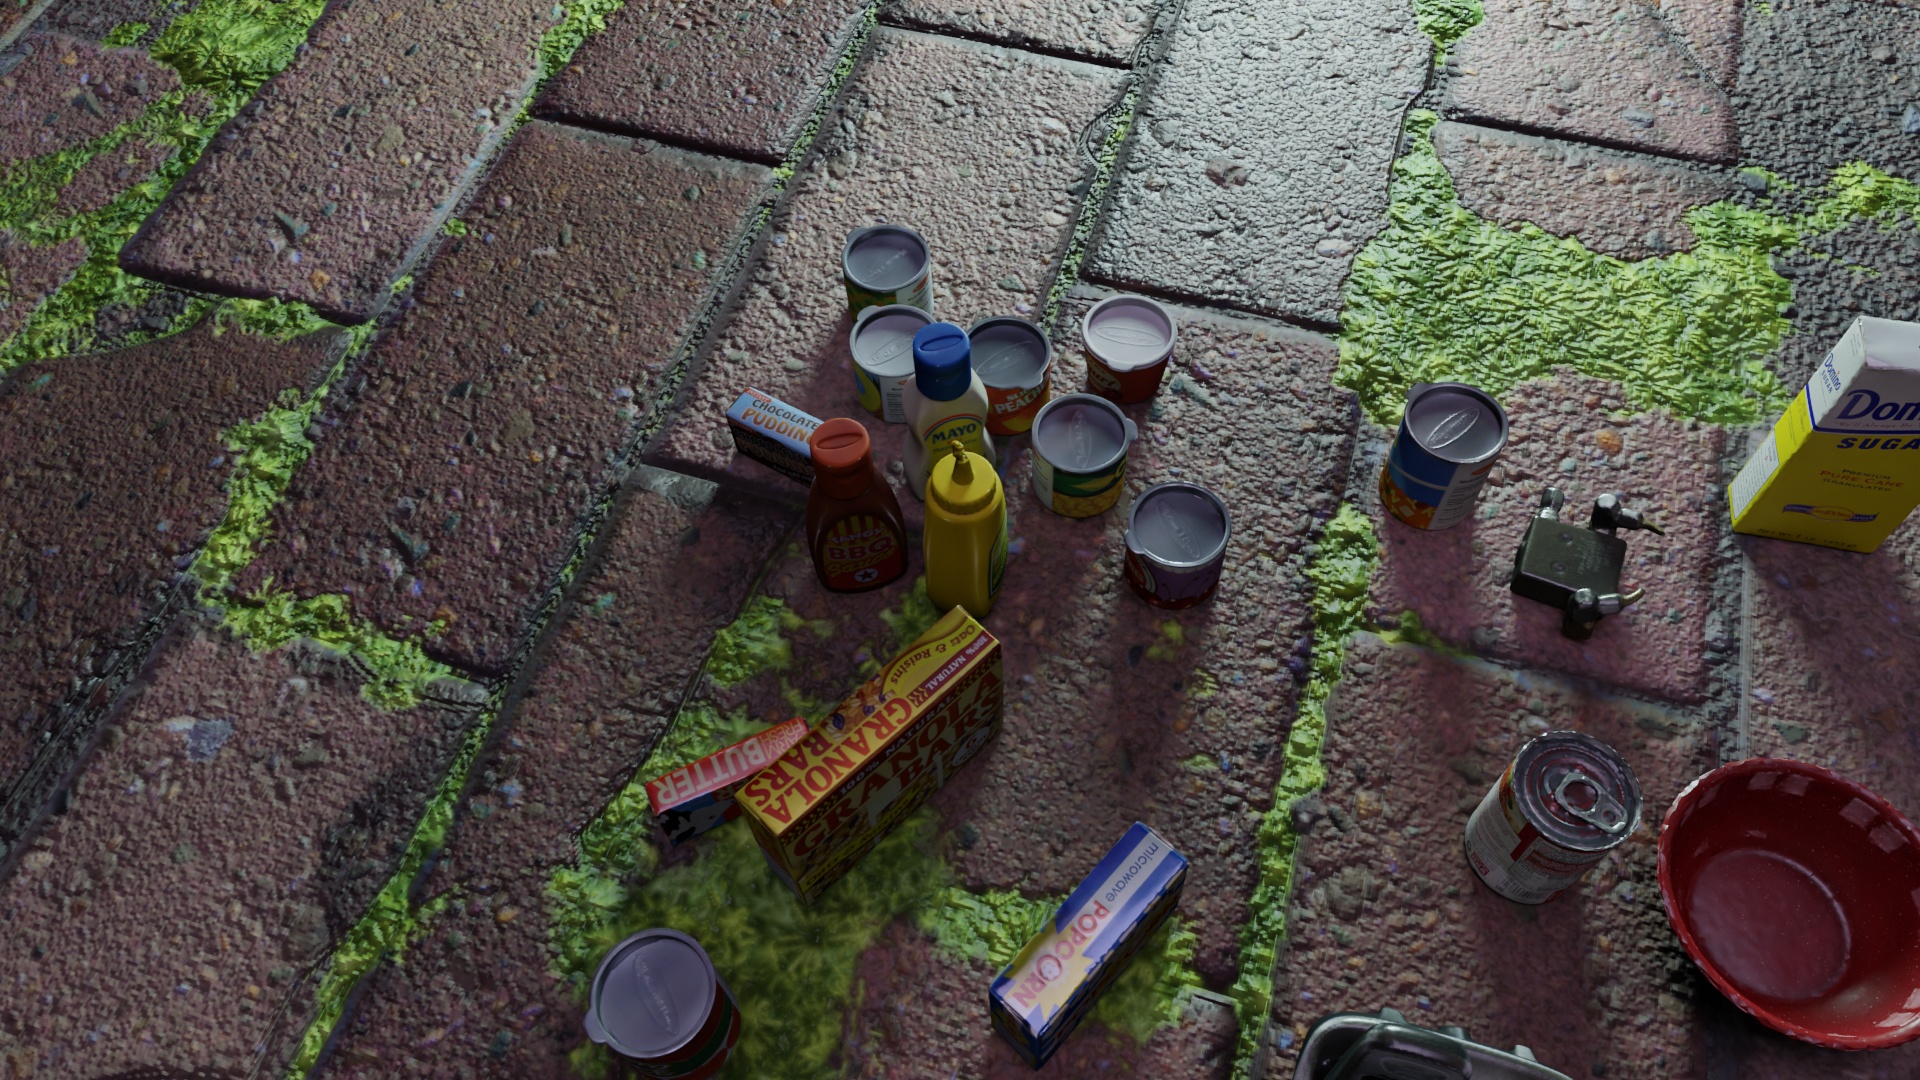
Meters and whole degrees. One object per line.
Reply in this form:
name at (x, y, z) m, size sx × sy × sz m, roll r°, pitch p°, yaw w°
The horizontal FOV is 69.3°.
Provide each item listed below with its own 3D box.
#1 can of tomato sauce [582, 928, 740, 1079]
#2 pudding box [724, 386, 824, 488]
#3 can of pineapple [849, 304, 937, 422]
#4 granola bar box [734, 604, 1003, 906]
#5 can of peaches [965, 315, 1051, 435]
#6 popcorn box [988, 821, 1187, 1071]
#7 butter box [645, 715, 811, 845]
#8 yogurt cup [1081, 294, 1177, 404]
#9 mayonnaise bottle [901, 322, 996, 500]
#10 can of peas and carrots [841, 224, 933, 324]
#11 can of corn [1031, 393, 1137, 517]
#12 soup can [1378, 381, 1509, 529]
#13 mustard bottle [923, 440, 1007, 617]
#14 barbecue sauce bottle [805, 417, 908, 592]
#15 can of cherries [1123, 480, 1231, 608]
can of tomato sauce at (-0.160, 0.257, 0.756) m, size 0.071 × 0.082 × 0.071 m, roll -1°, pitch 58°, yaw 2°
pudding box at (-0.121, -0.070, 0.977) m, size 0.084 × 0.049 × 0.030 m, roll 27°, pitch 63°, yaw 17°
can of pineapple at (-0.045, -0.129, 1.006) m, size 0.071 × 0.057 × 0.071 m, roll -1°, pitch 58°, yaw 2°
granola bar box at (-0.046, 0.128, 0.808) m, size 0.166 × 0.123 × 0.039 m, roll -40°, pitch 65°, yaw -20°
can of peaches at (0.033, -0.116, 0.995) m, size 0.071 × 0.057 × 0.071 m, roll -1°, pitch 58°, yaw 2°
popcorn box at (0.071, 0.224, 0.766) m, size 0.038 × 0.084 × 0.127 m, roll 38°, pitch 67°, yaw 22°
butter box at (-0.135, 0.145, 0.842) m, size 0.104 × 0.053 × 0.024 m, roll -23°, pitch 60°, yaw -12°
yogurt cup at (0.121, -0.136, 1.007) m, size 0.072 × 0.053 × 0.073 m, roll -1°, pitch 58°, yaw 2°
mayonnaise bottle at (-0.010, -0.084, 0.924) m, size 0.065 × 0.147 × 0.041 m, roll -16°, pitch 59°, yaw -8°
can of peas and carrots at (-0.056, -0.195, 1.047) m, size 0.071 × 0.058 × 0.071 m, roll -1°, pitch 58°, yaw 2°
can of corn at (0.085, -0.058, 0.957) m, size 0.071 × 0.058 × 0.071 m, roll -1°, pitch 58°, yaw 2°
soup can at (0.320, -0.057, 0.933) m, size 0.071 × 0.083 × 0.071 m, roll -1°, pitch 58°, yaw 2°
mustard bottle at (0.003, -0.011, 0.871) m, size 0.049 × 0.159 × 0.065 m, roll 12°, pitch 60°, yaw 9°
barbecue sauce bottle at (-0.070, -0.021, 0.887) m, size 0.065 × 0.147 × 0.044 m, roll -12°, pitch 59°, yaw -5°
can of cherries at (0.139, 0.004, 0.916) m, size 0.071 × 0.058 × 0.072 m, roll -1°, pitch 58°, yaw 2°
